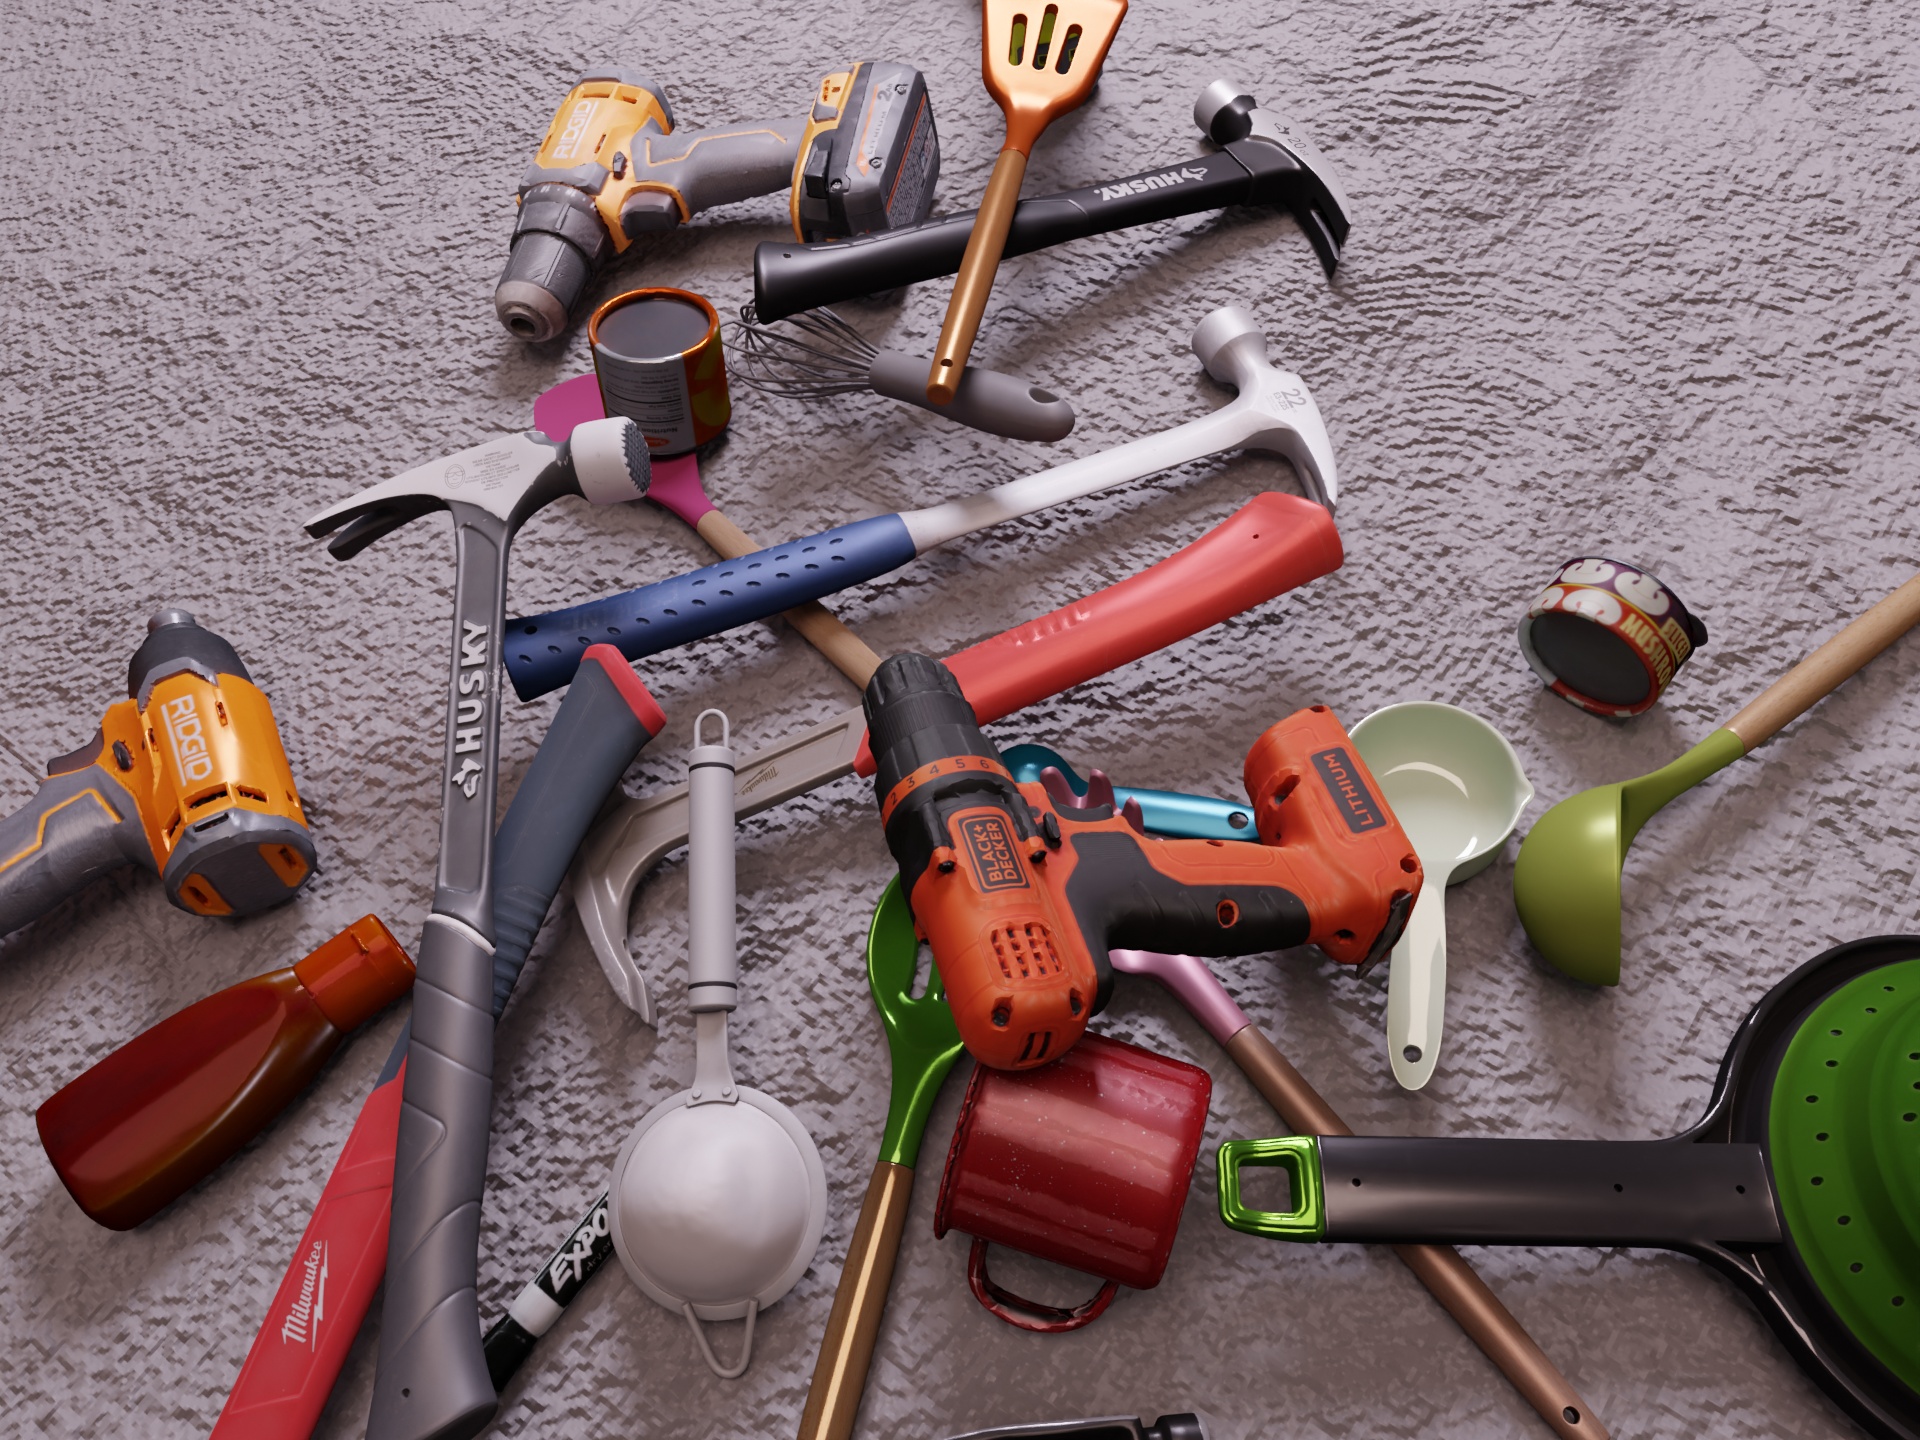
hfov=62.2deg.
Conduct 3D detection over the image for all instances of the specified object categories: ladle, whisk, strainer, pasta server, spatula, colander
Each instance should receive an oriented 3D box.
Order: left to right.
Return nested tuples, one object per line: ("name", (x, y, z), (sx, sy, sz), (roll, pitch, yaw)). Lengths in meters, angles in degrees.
("strainer", (-0.098, 0.115, 0.614), (0.087, 0.050, 0.259), (-7, 68, 9))
("whisk", (-0.038, -0.170, 0.778), (0.239, 0.055, 0.055), (25, 63, 38))
("spatula", (0.022, -0.270, 0.783), (0.081, 0.041, 0.323), (12, 52, 2))
("pasta server", (0.124, 0.140, 0.609), (0.060, 0.040, 0.316), (-39, 63, -3))
("ladle", (0.347, 0.002, 0.660), (0.320, 0.078, 0.062), (-32, 40, -19))
("colander", (0.289, 0.150, 0.531), (0.397, 0.094, 0.205), (1, 59, 1))

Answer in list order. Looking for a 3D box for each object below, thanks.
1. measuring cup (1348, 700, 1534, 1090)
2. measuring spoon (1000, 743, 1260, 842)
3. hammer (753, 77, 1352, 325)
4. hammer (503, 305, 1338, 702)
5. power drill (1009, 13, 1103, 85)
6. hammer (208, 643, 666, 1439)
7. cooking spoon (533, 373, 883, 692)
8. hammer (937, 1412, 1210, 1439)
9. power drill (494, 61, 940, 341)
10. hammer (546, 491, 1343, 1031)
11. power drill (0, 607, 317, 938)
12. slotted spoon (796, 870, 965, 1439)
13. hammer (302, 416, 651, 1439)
("measuring cup", (0.185, 0.072, 0.645), (0.083, 0.038, 0.168), (7, 62, 11))
("measuring spoon", (0.071, 0.032, 0.688), (0.128, 0.021, 0.042), (9, 60, 14))
("hammer", (0.048, -0.255, 0.821), (0.334, 0.035, 0.146), (-20, 57, -21))
("hammer", (-0.013, -0.087, 0.747), (0.405, 0.035, 0.144), (-19, 57, -10))
("power drill", (0.025, -0.501, 0.928), (0.080, 0.190, 0.229), (-16, 54, -5))
("hammer", (-0.224, 0.139, 0.623), (0.143, 0.038, 0.386), (14, 68, 16))
("cooking spoon", (-0.109, -0.083, 0.783), (0.069, 0.017, 0.319), (-34, 60, -26))
("hammer", (0.038, 0.382, 0.454), (0.127, 0.034, 0.337), (-3, 56, -6))
("power drill", (-0.140, -0.282, 0.875), (0.226, 0.084, 0.185), (5, 59, 15))
("hammer", (-0.001, -0.002, 0.686), (0.359, 0.036, 0.149), (-23, 60, 0))
("power drill", (-0.417, 0.042, 0.708), (0.226, 0.084, 0.164), (-23, 58, -13))
("slotted spoon", (-0.033, 0.194, 0.600), (0.070, 0.031, 0.314), (2, 60, 24))
("hammer", (-0.197, 0.064, 0.614), (0.149, 0.036, 0.409), (-9, 64, 8))
